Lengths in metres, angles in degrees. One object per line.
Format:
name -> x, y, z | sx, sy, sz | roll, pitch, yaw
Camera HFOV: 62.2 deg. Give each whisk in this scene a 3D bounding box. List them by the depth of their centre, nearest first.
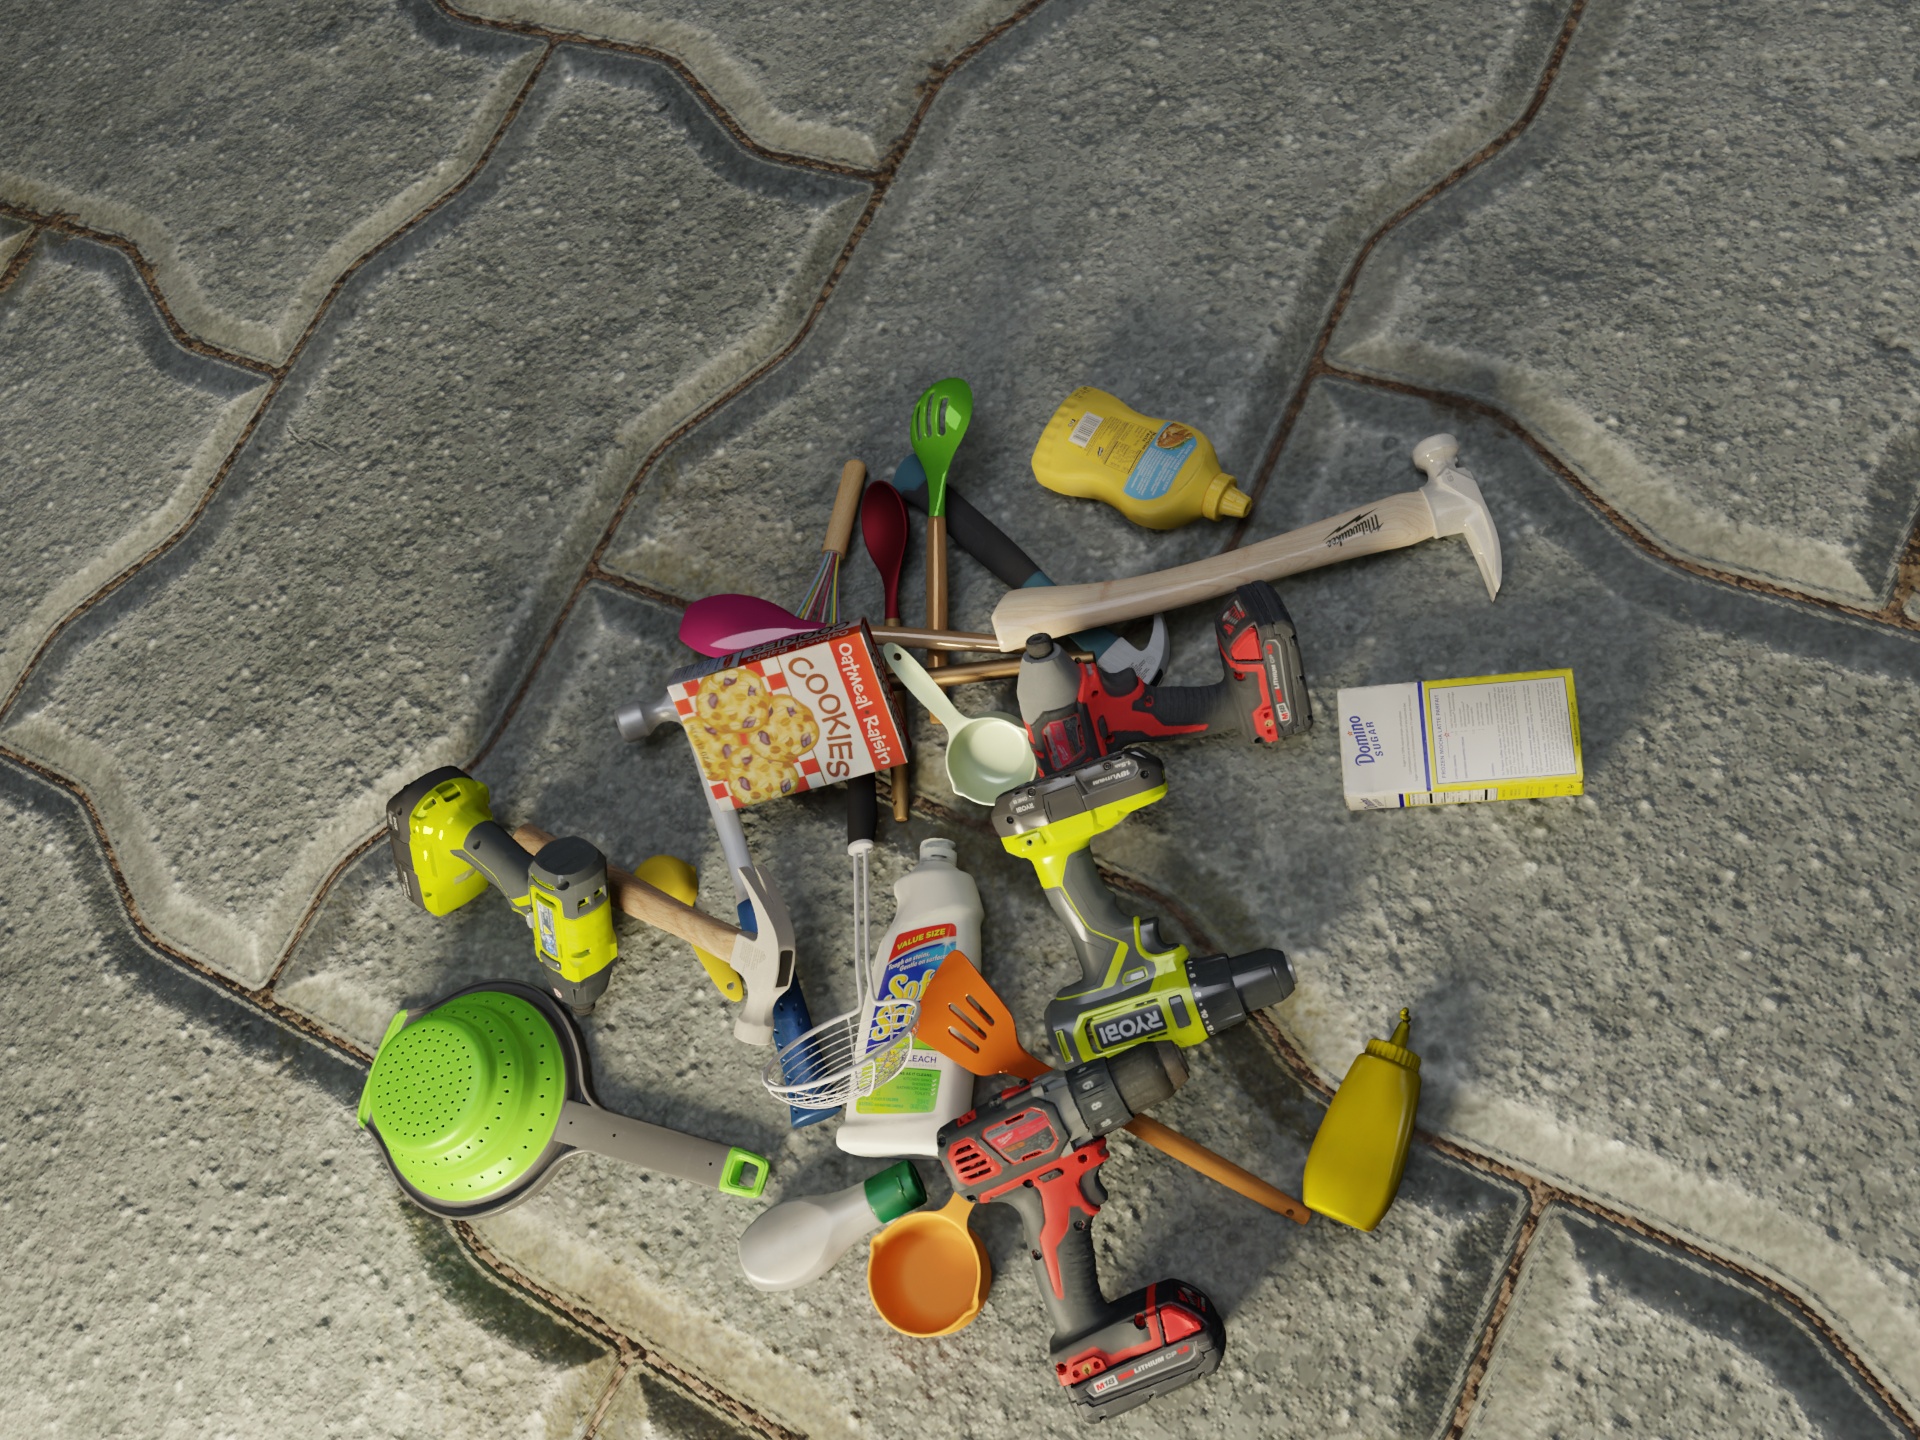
whisk -> -0.124, -0.131, 1.441 | 0.047, 0.051, 0.245 | -23, 49, 53

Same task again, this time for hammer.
hammer -> 0.230, -0.116, 1.304 | 0.410, 0.038, 0.146 | -15, 67, 3
hammer -> -0.266, 0.151, 1.342 | 0.331, 0.031, 0.130 | 19, 98, 34
hammer -> -0.175, 0.141, 1.348 | 0.144, 0.035, 0.406 | -20, 67, -3
hammer -> 0.052, -0.127, 1.392 | 0.128, 0.033, 0.331 | -45, 64, -2

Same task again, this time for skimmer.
skimmer -> -0.092, 0.138, 1.253 | 0.127, 0.090, 0.364 | -20, 49, 20

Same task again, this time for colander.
colander -> -0.347, 0.322, 1.303 | 0.397, 0.094, 0.205 | 10, 73, 20

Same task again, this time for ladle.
ladle -> -0.047, -0.032, 1.336 | 0.320, 0.062, 0.078 | -6, 98, 11
ladle -> -0.059, -0.065, 1.401 | 0.069, 0.031, 0.316 | -29, 58, 52

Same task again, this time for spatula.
spatula -> 0.112, 0.282, 1.175 | 0.322, 0.041, 0.081 | 28, 107, 6

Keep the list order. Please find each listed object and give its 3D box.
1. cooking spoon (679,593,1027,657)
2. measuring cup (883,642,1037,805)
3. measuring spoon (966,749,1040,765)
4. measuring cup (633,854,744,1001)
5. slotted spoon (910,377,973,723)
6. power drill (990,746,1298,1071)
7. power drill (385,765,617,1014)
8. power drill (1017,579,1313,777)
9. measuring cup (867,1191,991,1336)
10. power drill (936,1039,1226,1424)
cooking spoon -> -0.090, -0.075, 1.369 | 0.319, 0.017, 0.069 | 5, 60, 11
measuring cup -> -0.002, -0.004, 1.319 | 0.083, 0.038, 0.167 | -41, 93, 19
measuring spoon -> 0.044, 0.027, 1.345 | 0.117, 0.011, 0.021 | 2, 70, 18
measuring cup -> -0.232, 0.177, 1.360 | 0.062, 0.029, 0.157 | -40, 61, -1
slotted spoon -> -0.019, -0.153, 1.396 | 0.070, 0.031, 0.314 | -7, 79, 39
power drill -> 0.134, 0.140, 1.206 | 0.190, 0.080, 0.228 | -19, 90, 10
power drill -> -0.385, 0.146, 1.358 | 0.223, 0.171, 0.080 | 27, 41, 29
power drill -> 0.155, -0.027, 1.254 | 0.219, 0.143, 0.079 | -16, 29, 4
measuring cup -> 0.000, 0.379, 1.200 | 0.095, 0.052, 0.174 | 25, 76, 24
power drill -> 0.108, 0.350, 1.121 | 0.188, 0.080, 0.227 | -26, 84, 6
